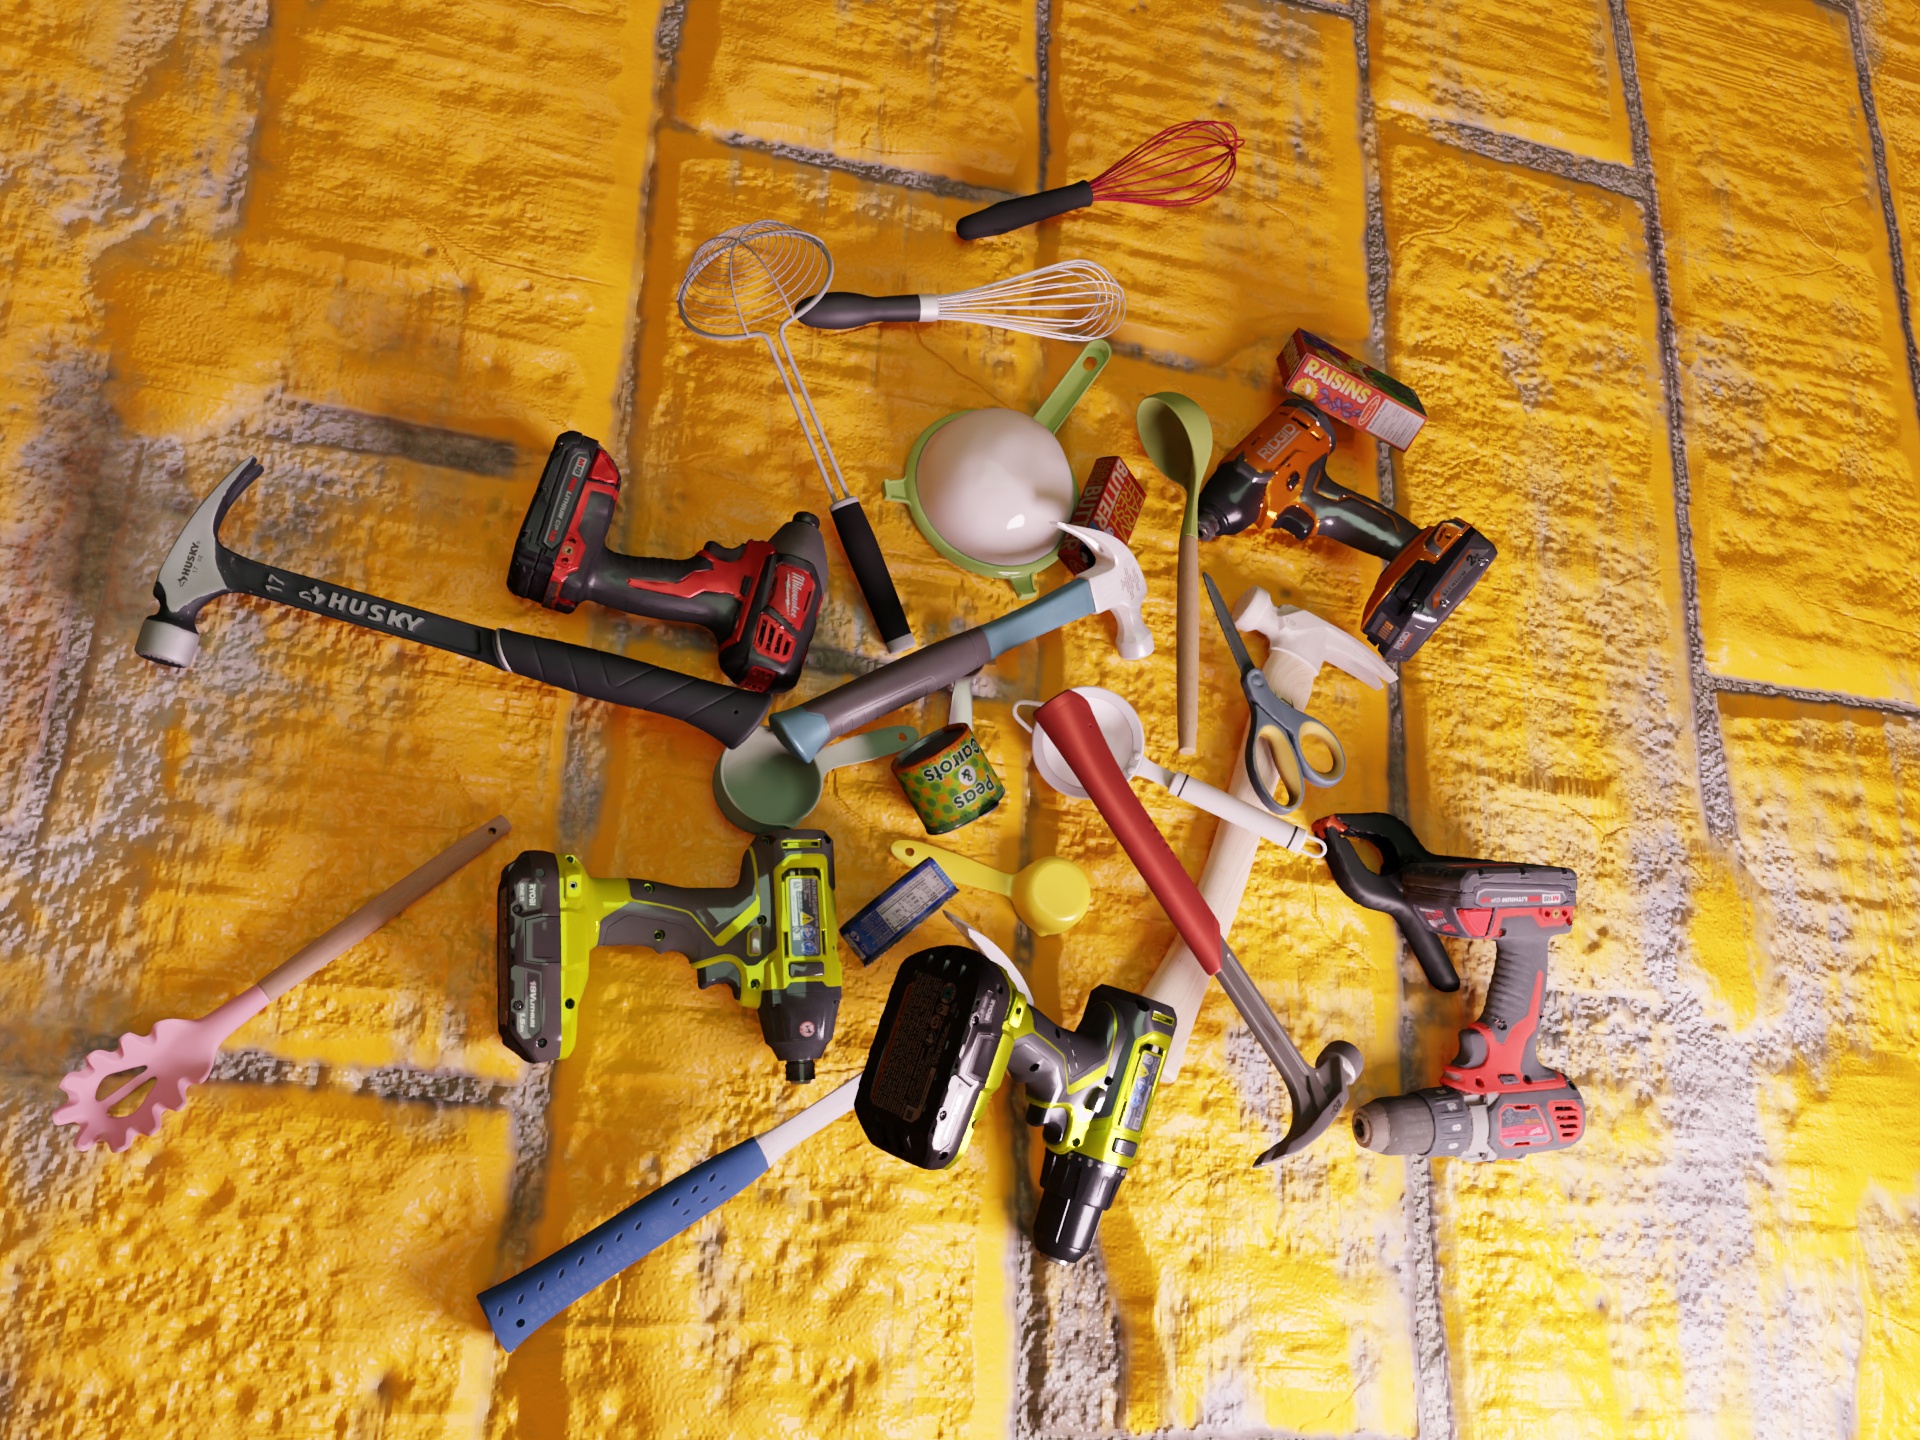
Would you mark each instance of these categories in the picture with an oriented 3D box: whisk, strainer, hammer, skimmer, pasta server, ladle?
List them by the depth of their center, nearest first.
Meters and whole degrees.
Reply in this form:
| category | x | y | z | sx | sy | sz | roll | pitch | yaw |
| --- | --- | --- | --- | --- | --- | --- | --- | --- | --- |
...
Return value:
| category | x | y | z | sx | sy | sz | roll | pitch | yaw |
| --- | --- | --- | --- | --- | --- | --- | --- | --- | --- |
| pasta server | -0.417 | 0.156 | 1.009 | 0.316 | 0.040 | 0.060 | -38 | 99 | -27 |
| hammer | -0.124 | 0.272 | 1.043 | 0.405 | 0.035 | 0.144 | -29 | 118 | -20 |
| hammer | -0.329 | -0.058 | 1.082 | 0.409 | 0.036 | 0.149 | 16 | 79 | -8 |
| hammer | 0.158 | 0.138 | 1.146 | 0.149 | 0.036 | 0.359 | -26 | 81 | -51 |
| hammer | 0.006 | -0.050 | 1.186 | 0.331 | 0.033 | 0.128 | -26 | 115 | -27 |
| strainer | 0.158 | 0.046 | 1.212 | 0.258 | 0.050 | 0.087 | 25 | 89 | 8 |
| skimmer | -0.112 | -0.222 | 1.244 | 0.127 | 0.090 | 0.363 | -22 | 90 | -1 |
| hammer | 0.226 | 0.092 | 1.247 | 0.146 | 0.038 | 0.411 | 28 | 65 | -9 |
| ladle | 0.168 | -0.122 | 1.258 | 0.062 | 0.078 | 0.320 | 6 | 65 | -4 |
| strainer | 0.063 | -0.233 | 1.287 | 0.151 | 0.069 | 0.256 | 36 | 66 | -3 |
| whisk | 0.003 | -0.342 | 1.316 | 0.284 | 0.070 | 0.070 | -6 | 74 | -15 |
| whisk | 0.127 | -0.469 | 1.402 | 0.296 | 0.073 | 0.073 | -22 | 80 | -19 |

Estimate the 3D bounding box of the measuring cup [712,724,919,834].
| category | x | y | z | sx | sy | sz | roll | pitch | yaw |
| --- | --- | --- | --- | --- | --- | --- | --- | --- | --- |
| measuring cup | -0.105 | 0.035 | 1.161 | 0.167 | 0.038 | 0.083 | -17 | 74 | -35 |

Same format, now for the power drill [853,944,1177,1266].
| category | x | y | z | sx | sy | sz | roll | pitch | yaw |
| --- | --- | --- | --- | --- | --- | --- | --- | --- | --- |
| power drill | 0.042 | 0.255 | 1.057 | 0.228 | 0.080 | 0.190 | 28 | 77 | -41 |

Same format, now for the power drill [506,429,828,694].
| category | x | y | z | sx | sy | sz | roll | pitch | yaw |
| --- | --- | --- | --- | --- | --- | --- | --- | --- | --- |
| power drill | -0.204 | -0.118 | 1.157 | 0.219 | 0.078 | 0.143 | 21 | 66 | -14 |

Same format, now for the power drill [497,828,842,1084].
| category | x | y | z | sx | sy | sz | roll | pitch | yaw |
| --- | --- | --- | --- | --- | --- | --- | --- | --- | --- |
| power drill | -0.190 | 0.161 | 1.061 | 0.223 | 0.080 | 0.171 | 1 | 78 | -21 |

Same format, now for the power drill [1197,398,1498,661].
| category | x | y | z | sx | sy | sz | roll | pitch | yaw |
| --- | --- | --- | --- | --- | --- | --- | --- | --- | --- |
| power drill | 0.309 | -0.153 | 1.322 | 0.226 | 0.084 | 0.164 | 40 | 64 | 14 |

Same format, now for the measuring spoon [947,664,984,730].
| category | x | y | z | sx | sy | sz | roll | pitch | yaw |
| --- | --- | --- | --- | --- | --- | --- | --- | --- | --- |
| measuring spoon | -0.002 | -0.004 | 1.219 | 0.034 | 0.018 | 0.124 | 7 | 76 | -16 |

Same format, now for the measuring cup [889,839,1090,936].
| category | x | y | z | sx | sy | sz | roll | pitch | yaw |
| --- | --- | --- | --- | --- | --- | --- | --- | --- | --- |
| measuring cup | 0.024 | 0.114 | 1.174 | 0.156 | 0.029 | 0.062 | 19 | 67 | -13 |

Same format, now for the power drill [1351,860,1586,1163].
| category | x | y | z | sx | sy | sz | roll | pitch | yaw |
| --- | --- | --- | --- | --- | --- | --- | --- | --- | --- |
| power drill | 0.385 | 0.224 | 1.212 | 0.187 | 0.080 | 0.227 | 0 | 89 | -18 |
